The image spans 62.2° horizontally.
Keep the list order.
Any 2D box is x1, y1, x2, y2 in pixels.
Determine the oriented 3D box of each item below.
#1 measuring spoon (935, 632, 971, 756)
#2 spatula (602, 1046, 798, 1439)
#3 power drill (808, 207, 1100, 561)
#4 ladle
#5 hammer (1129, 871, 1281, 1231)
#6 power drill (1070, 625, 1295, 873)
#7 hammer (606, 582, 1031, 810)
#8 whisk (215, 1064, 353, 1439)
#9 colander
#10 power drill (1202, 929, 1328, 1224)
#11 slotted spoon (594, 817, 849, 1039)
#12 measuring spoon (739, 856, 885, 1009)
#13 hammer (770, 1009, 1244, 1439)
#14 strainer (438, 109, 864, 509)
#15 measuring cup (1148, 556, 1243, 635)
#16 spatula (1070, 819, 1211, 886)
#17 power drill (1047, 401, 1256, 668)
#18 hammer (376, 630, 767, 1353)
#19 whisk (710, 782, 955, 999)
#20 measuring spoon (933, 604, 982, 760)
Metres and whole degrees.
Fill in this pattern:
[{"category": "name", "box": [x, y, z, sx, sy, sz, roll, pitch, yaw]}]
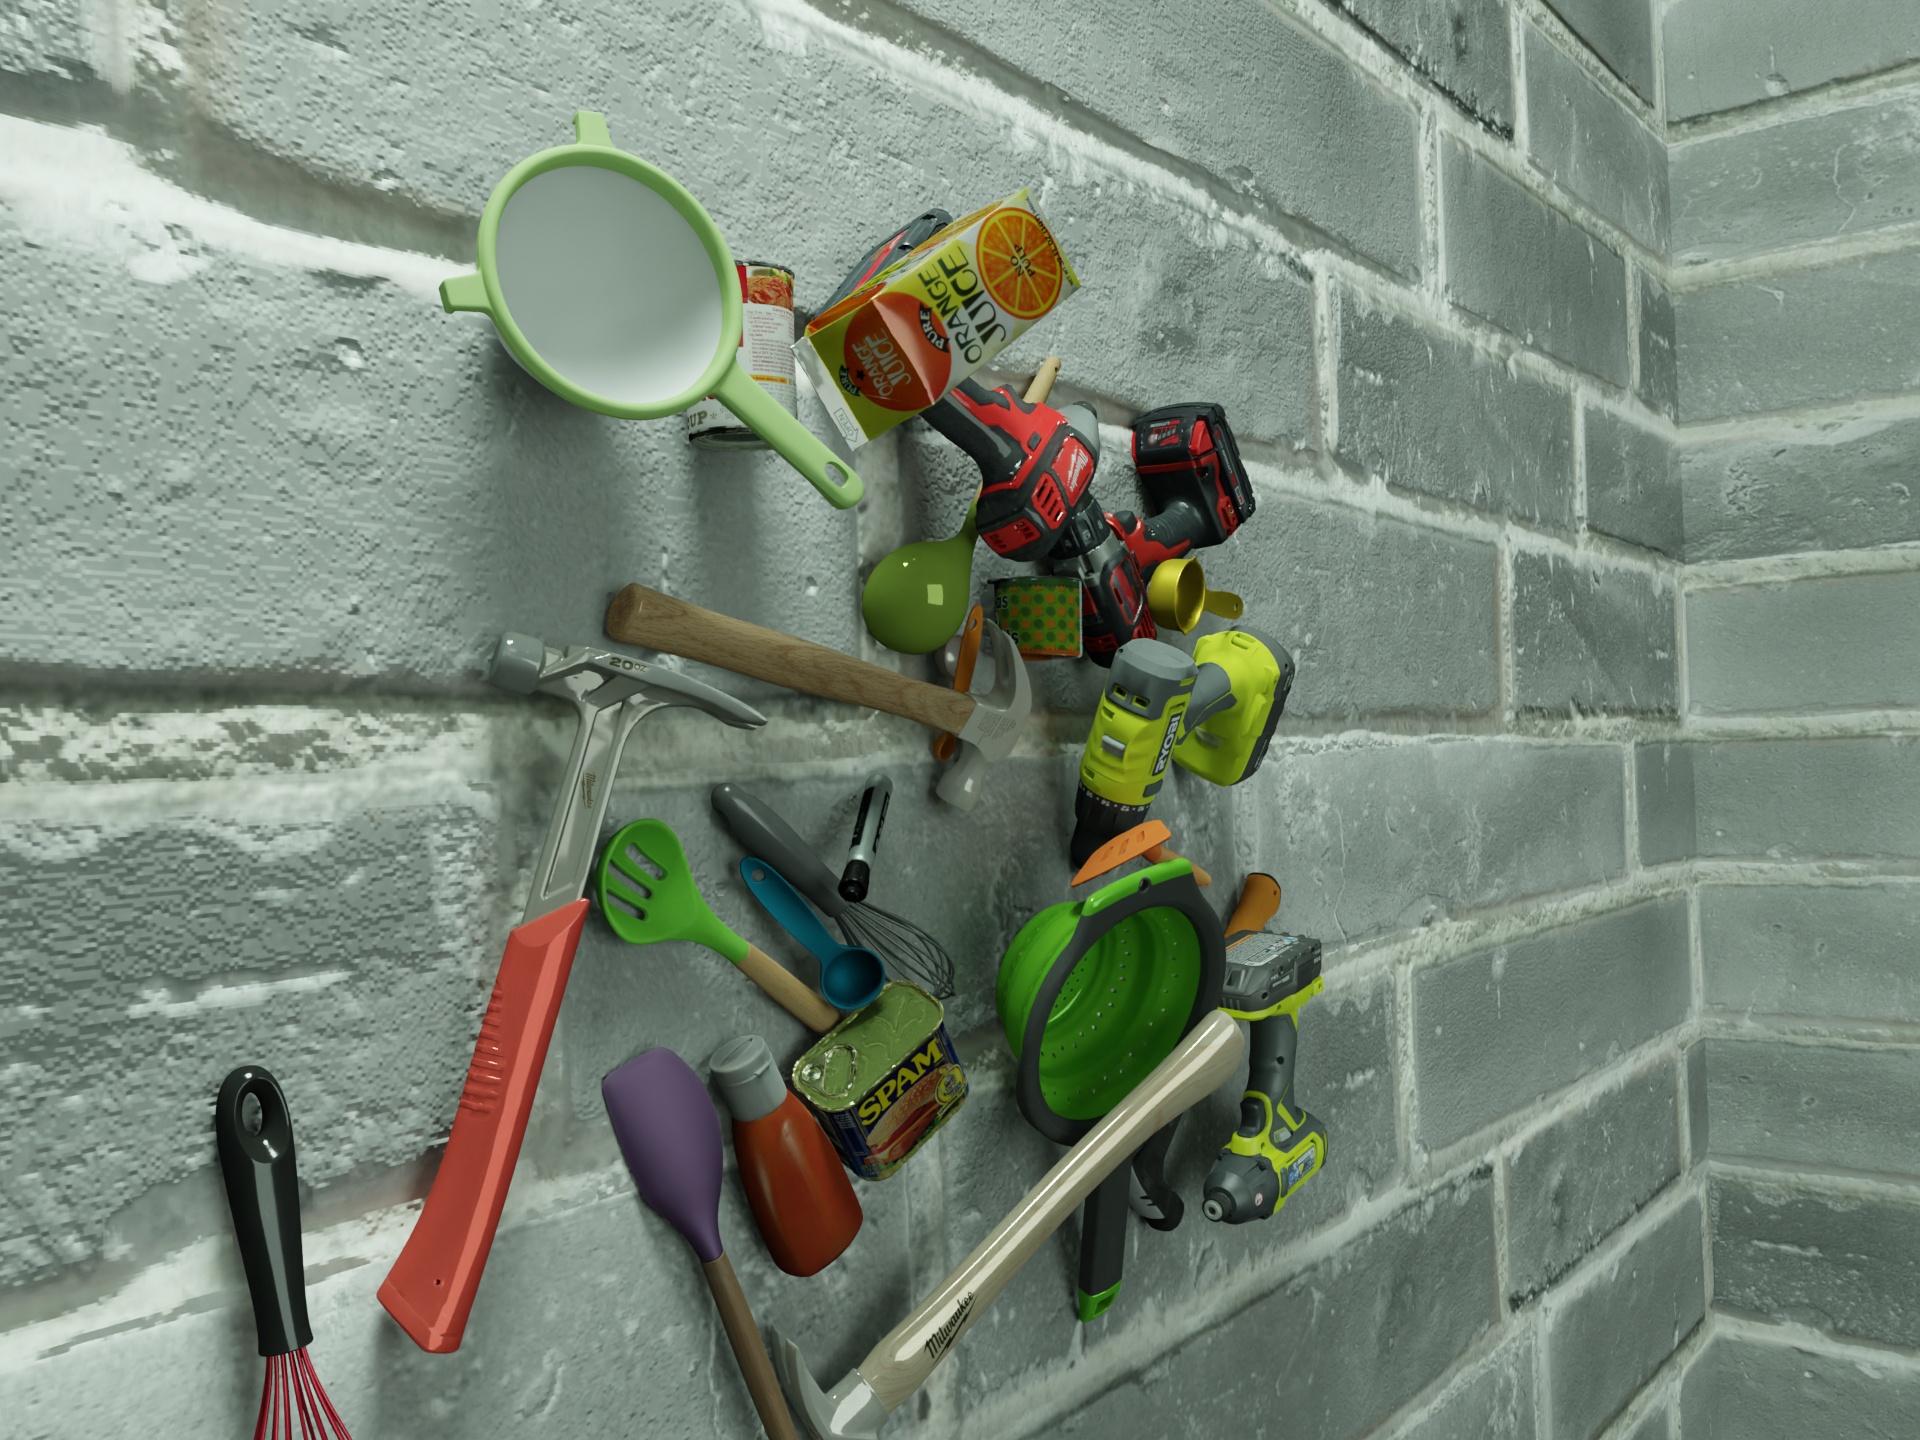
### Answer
[{"category": "measuring spoon", "box": [-0.002, -0.004, 1.152, 0.034, 0.018, 0.124, -27, 115, -48]}, {"category": "spatula", "box": [-0.137, 0.338, 0.945, 0.060, 0.018, 0.315, -25, 106, -31]}, {"category": "power drill", "box": [0.012, -0.229, 1.090, 0.219, 0.078, 0.143, 47, 52, -22]}, {"category": "ladle", "box": [0.012, -0.170, 1.164, 0.078, 0.062, 0.320, 59, 40, -35]}, {"category": "hammer", "box": [0.208, 0.261, 1.376, 0.127, 0.034, 0.337, 58, 47, -33]}, {"category": "power drill", "box": [0.172, 0.018, 1.287, 0.228, 0.080, 0.190, -19, 130, -52]}, {"category": "hammer", "box": [-0.077, -0.030, 1.014, 0.331, 0.031, 0.130, 17, 107, -44]}, {"category": "whisk", "box": [-0.305, 0.304, 0.723, 0.073, 0.073, 0.296, -6, 87, -51]}, {"category": "colander", "box": [0.090, 0.275, 1.198, 0.204, 0.095, 0.396, -16, 119, -37]}, {"category": "power drill", "box": [0.250, 0.302, 1.341, 0.171, 0.080, 0.223, -14, 103, -52]}, {"category": "slotted spoon", "box": [-0.122, 0.157, 0.980, 0.313, 0.031, 0.070, 48, 53, -41]}, {"category": "measuring spoon", "box": [-0.096, 0.130, 0.998, 0.042, 0.021, 0.128, -41, 109, -5]}, {"category": "hammer", "box": [0.051, 0.332, 1.087, 0.410, 0.038, 0.146, -38, 118, -27]}, {"category": "strainer", "box": [-0.163, -0.199, 0.890, 0.256, 0.069, 0.151, 40, 60, -26]}, {"category": "measuring cup", "box": [0.192, -0.097, 1.285, 0.156, 0.029, 0.062, 3, 95, -61]}, {"category": "spatula", "box": [0.161, 0.116, 1.261, 0.041, 0.081, 0.322, 66, 14, 20]}, {"category": "power drill", "box": [0.140, -0.175, 1.288, 0.227, 0.080, 0.187, -48, 124, -37]}, {"category": "hammer", "box": [-0.214, 0.140, 0.827, 0.149, 0.037, 0.359, 18, 76, -21]}, {"category": "whisk", "box": [-0.080, 0.115, 1.023, 0.238, 0.055, 0.055, 48, 53, -32]}, {"category": "measuring spoon", "box": [-0.002, -0.027, 1.119, 0.021, 0.011, 0.117, -12, 120, -54]}]
